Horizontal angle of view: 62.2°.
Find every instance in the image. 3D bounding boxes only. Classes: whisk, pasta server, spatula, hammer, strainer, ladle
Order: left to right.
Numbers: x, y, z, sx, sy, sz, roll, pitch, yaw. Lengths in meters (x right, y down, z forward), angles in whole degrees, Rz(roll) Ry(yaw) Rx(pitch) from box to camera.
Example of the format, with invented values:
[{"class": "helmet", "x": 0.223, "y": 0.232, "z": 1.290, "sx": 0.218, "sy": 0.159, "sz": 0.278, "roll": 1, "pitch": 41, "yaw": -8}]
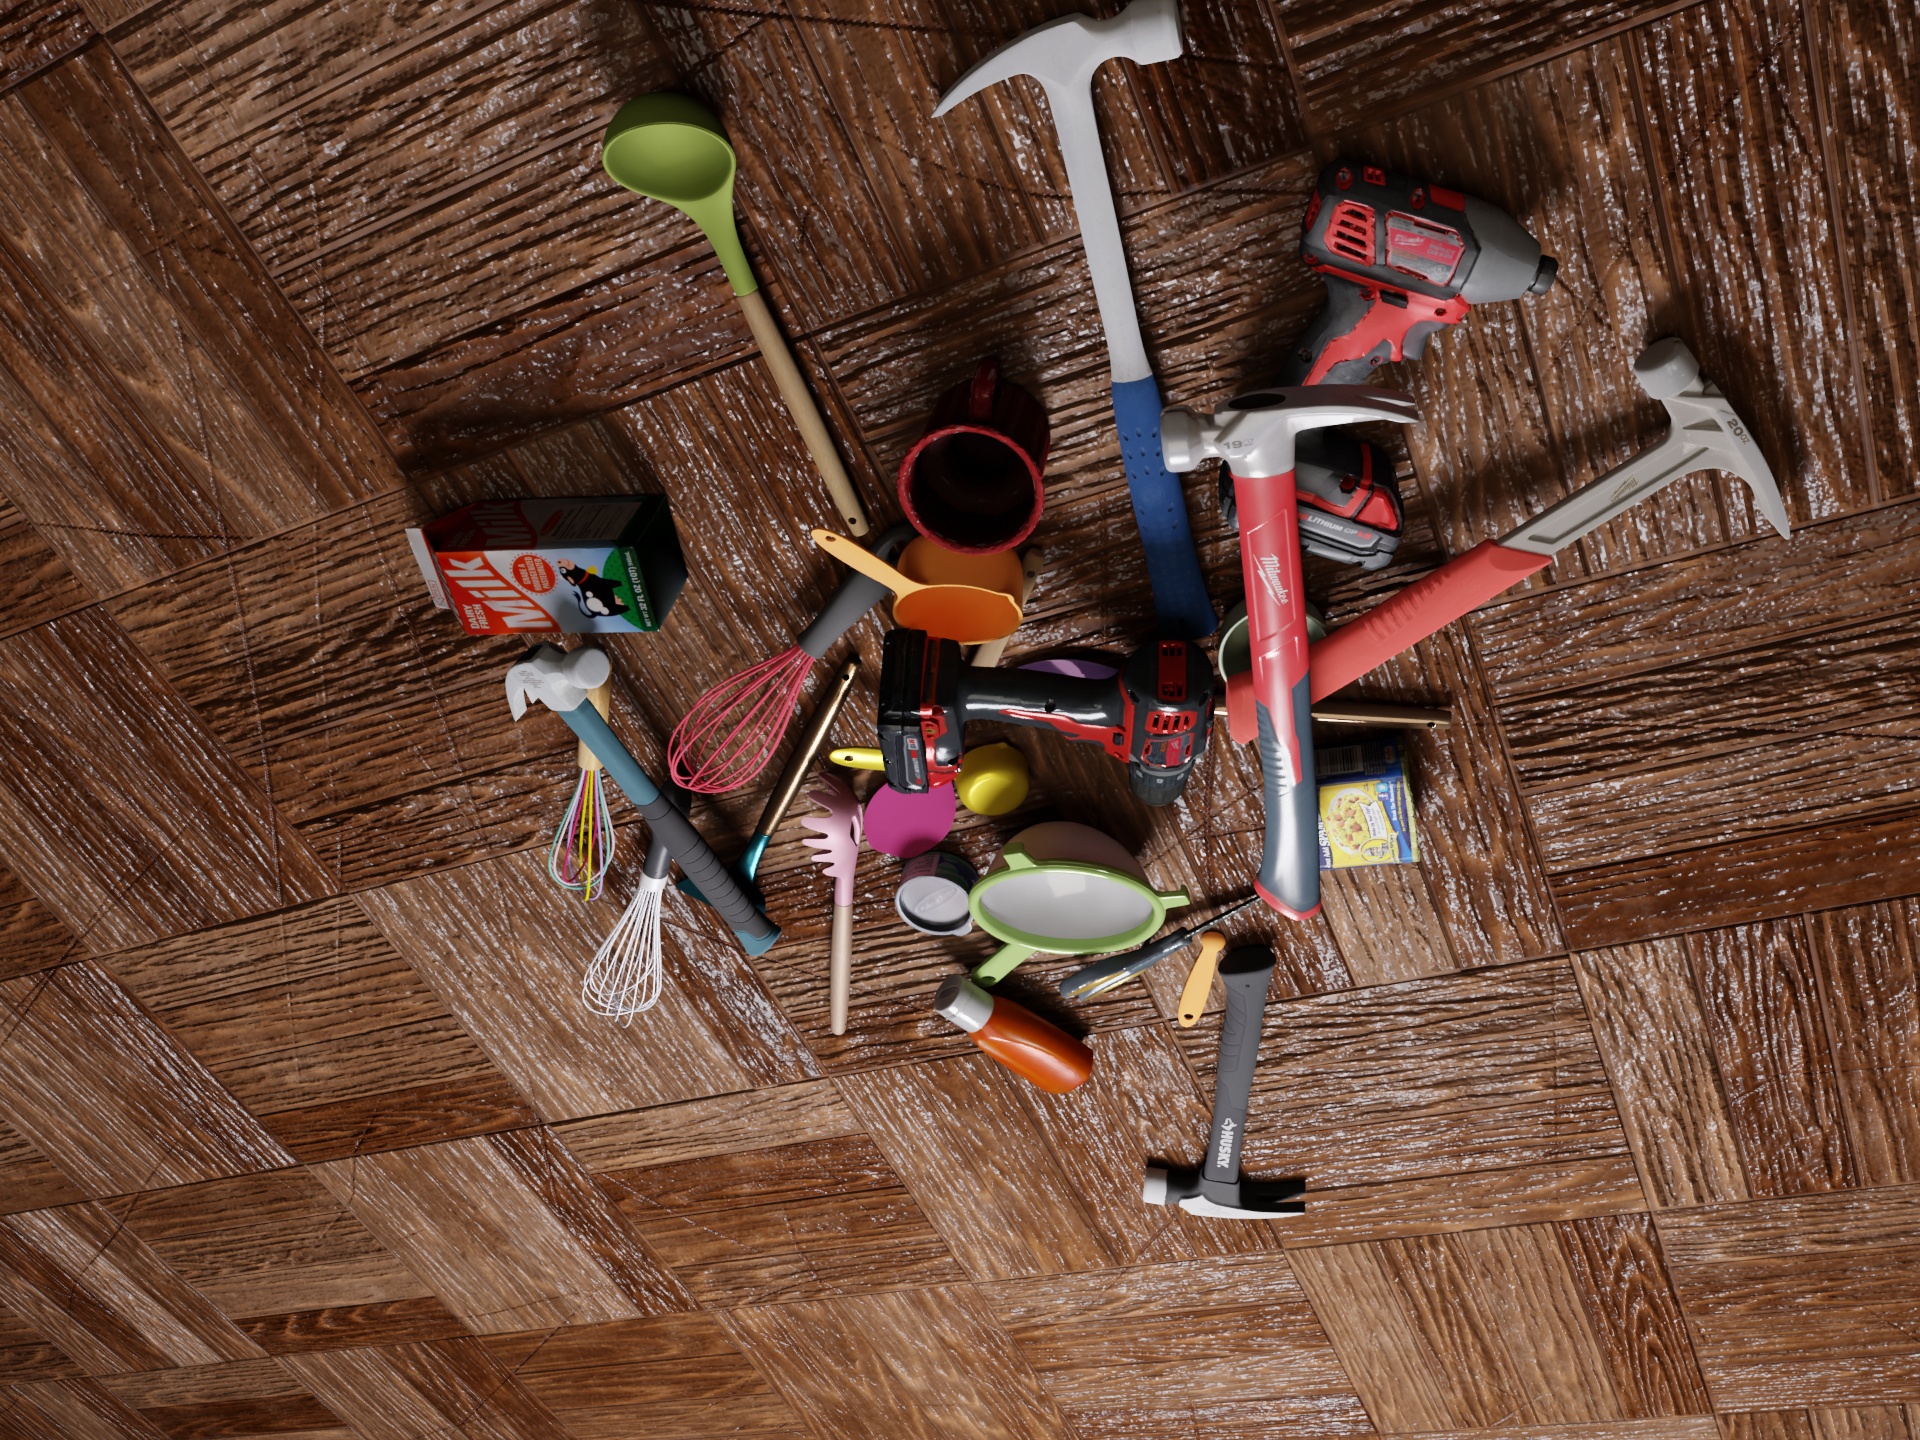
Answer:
[{"class": "whisk", "x": -0.302, "y": 0.049, "z": 1.285, "sx": 0.051, "sy": 0.047, "sz": 0.244, "roll": 15, "pitch": 125, "yaw": 3}, {"class": "whisk", "x": -0.266, "y": 0.156, "z": 1.352, "sx": 0.070, "sy": 0.070, "sz": 0.284, "roll": 20, "pitch": 124, "yaw": -3}, {"class": "hammer", "x": -0.233, "y": 0.068, "z": 1.223, "sx": 0.128, "sy": 0.033, "sz": 0.330, "roll": 3, "pitch": 137, "yaw": 42}, {"class": "ladle", "x": -0.127, "y": -0.242, "z": 1.006, "sx": 0.078, "sy": 0.062, "sz": 0.319, "roll": -9, "pitch": 128, "yaw": 22}, {"class": "spatula", "x": -0.145, "y": 0.062, "z": 1.270, "sx": 0.082, "sy": 0.044, "sz": 0.317, "roll": 27, "pitch": 124, "yaw": -7}, {"class": "whisk", "x": -0.121, "y": -0.042, "z": 1.163, "sx": 0.073, "sy": 0.073, "sz": 0.295, "roll": 37, "pitch": 120, "yaw": -16}, {"class": "pasta server", "x": -0.106, "y": 0.165, "z": 1.327, "sx": 0.040, "sy": 0.060, "sz": 0.316, "roll": 15, "pitch": 135, "yaw": 9}, {"class": "strainer", "x": 0.064, "y": 0.144, "z": 1.270, "sx": 0.151, "sy": 0.069, "sz": 0.256, "roll": 15, "pitch": 148, "yaw": -15}, {"class": "hammer", "x": 0.098, "y": -0.222, "z": 0.983, "sx": 0.144, "sy": 0.035, "sz": 0.405, "roll": -6, "pitch": 126, "yaw": 17}, {"class": "spatula", "x": 0.188, "y": -0.012, "z": 1.138, "sx": 0.316, "sy": 0.018, "sz": 0.059, "roll": 4, "pitch": 129, "yaw": 10}, {"class": "hammer", "x": 0.242, "y": 0.321, "z": 1.377, "sx": 0.146, "sy": 0.035, "sz": 0.334, "roll": 6, "pitch": 128, "yaw": 9}, {"class": "hammer", "x": 0.218, "y": -0.027, "z": 1.002, "sx": 0.143, "sy": 0.038, "sz": 0.385, "roll": -4, "pitch": 125, "yaw": 13}, {"class": "hammer", "x": 0.327, "y": -0.082, "z": 1.012, "sx": 0.359, "sy": 0.037, "sz": 0.149, "roll": -34, "pitch": 114, "yaw": 23}]

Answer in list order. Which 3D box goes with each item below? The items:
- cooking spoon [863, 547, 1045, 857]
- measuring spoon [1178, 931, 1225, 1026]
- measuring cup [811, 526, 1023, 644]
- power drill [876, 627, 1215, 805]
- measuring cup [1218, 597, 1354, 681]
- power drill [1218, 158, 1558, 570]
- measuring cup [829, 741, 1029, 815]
[{"class": "cooking spoon", "x": -0.002, "y": -0.004, "z": 1.187, "sx": 0.068, "sy": 0.017, "sz": 0.318, "roll": 17, "pitch": 130, "yaw": -11}, {"class": "measuring spoon", "x": 0.199, "y": 0.218, "z": 1.320, "sx": 0.021, "sy": 0.011, "sz": 0.116, "roll": 12, "pitch": 129, "yaw": 3}, {"class": "measuring cup", "x": -0.029, "y": -0.107, "z": 1.045, "sx": 0.095, "sy": 0.052, "sz": 0.173, "roll": -18, "pitch": 147, "yaw": 40}, {"class": "power drill", "x": 0.062, "y": 0.007, "z": 1.115, "sx": 0.226, "sy": 0.080, "sz": 0.187, "roll": 1, "pitch": 153, "yaw": 4}, {"class": "measuring cup", "x": 0.255, "y": -0.066, "z": 1.074, "sx": 0.167, "sy": 0.038, "sz": 0.083, "roll": -18, "pitch": 120, "yaw": 14}, {"class": "power drill", "x": 0.246, "y": -0.207, "z": 0.939, "sx": 0.143, "sy": 0.079, "sz": 0.219, "roll": 16, "pitch": 126, "yaw": -1}, {"class": "measuring cup", "x": -0.022, "y": 0.042, "z": 1.190, "sx": 0.156, "sy": 0.029, "sz": 0.062, "roll": 7, "pitch": 132, "yaw": -18}]
